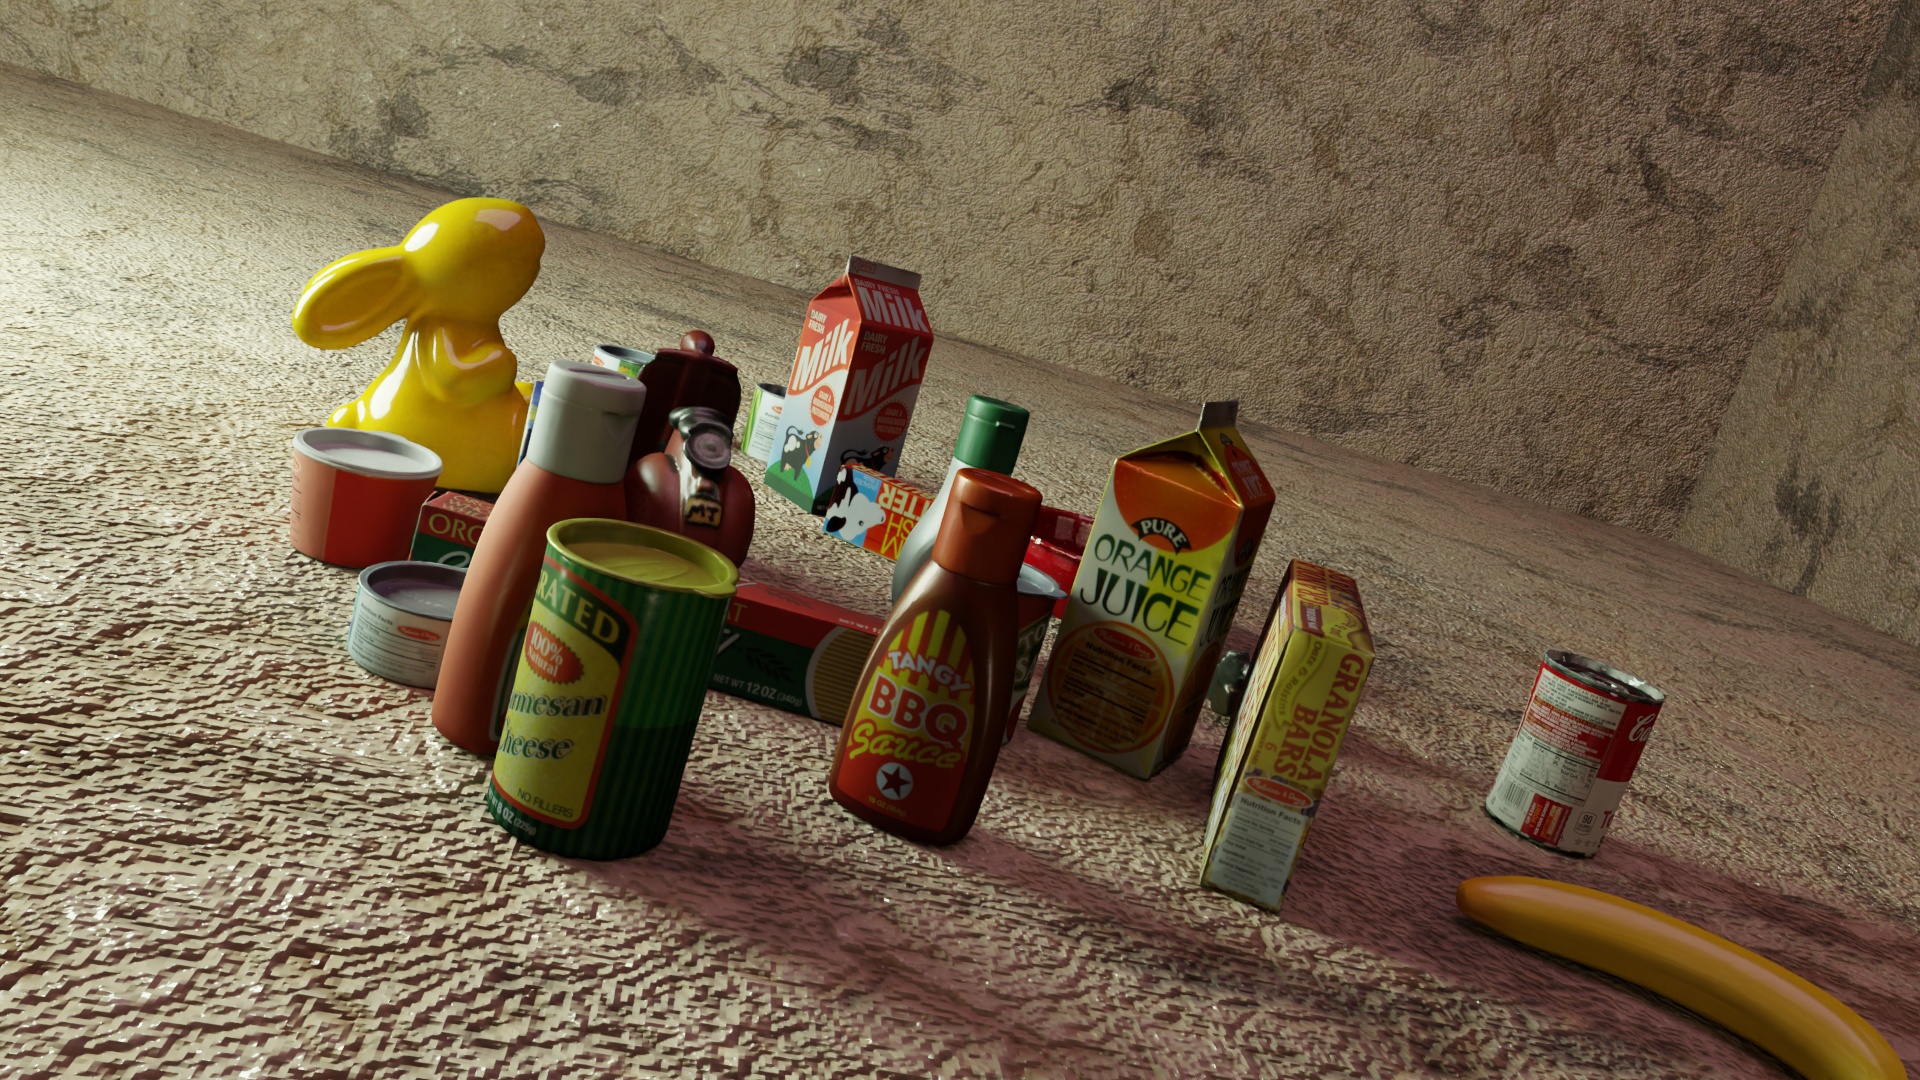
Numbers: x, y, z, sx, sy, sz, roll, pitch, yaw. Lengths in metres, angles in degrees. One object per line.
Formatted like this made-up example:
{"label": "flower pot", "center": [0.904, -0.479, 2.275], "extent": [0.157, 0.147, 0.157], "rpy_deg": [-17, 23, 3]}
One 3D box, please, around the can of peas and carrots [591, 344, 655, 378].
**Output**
{"label": "can of peas and carrots", "center": [-0.269, -0.123, 1.136], "extent": [0.071, 0.058, 0.071], "rpy_deg": [16, 13, -4]}

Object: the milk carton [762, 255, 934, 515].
{"label": "milk carton", "center": [-0.081, -0.118, 1.061], "extent": [0.072, 0.190, 0.073], "rpy_deg": [6, 16, -42]}

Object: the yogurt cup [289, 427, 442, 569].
{"label": "yogurt cup", "center": [-0.294, -0.020, 0.679], "extent": [0.072, 0.053, 0.072], "rpy_deg": [16, 13, -4]}

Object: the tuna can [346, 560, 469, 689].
{"label": "tuna can", "center": [-0.221, 0.035, 0.589], "extent": [0.071, 0.032, 0.071], "rpy_deg": [16, 13, -4]}

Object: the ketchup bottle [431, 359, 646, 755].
{"label": "ketchup bottle", "center": [-0.156, 0.007, 0.532], "extent": [0.043, 0.148, 0.065], "rpy_deg": [24, 14, 30]}

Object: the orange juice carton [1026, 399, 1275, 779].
{"label": "orange juice carton", "center": [0.106, 0.018, 0.724], "extent": [0.073, 0.192, 0.072], "rpy_deg": [22, 13, 22]}

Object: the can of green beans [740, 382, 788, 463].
{"label": "can of green beans", "center": [-0.149, -0.097, 1.184], "extent": [0.071, 0.057, 0.071], "rpy_deg": [16, 13, -4]}

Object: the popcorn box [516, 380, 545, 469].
{"label": "popcorn box", "center": [-0.222, -0.032, 0.752], "extent": [0.038, 0.085, 0.127], "rpy_deg": [13, 13, -18]}

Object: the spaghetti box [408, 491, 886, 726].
{"label": "spaghetti box", "center": [-0.136, 0.036, 0.656], "extent": [0.250, 0.050, 0.029], "rpy_deg": [17, 12, -2]}

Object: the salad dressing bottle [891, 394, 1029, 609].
{"label": "salad dressing bottle", "center": [0.003, -0.010, 0.812], "extent": [0.064, 0.147, 0.044], "rpy_deg": [13, 13, -20]}

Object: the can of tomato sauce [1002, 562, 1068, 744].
{"label": "can of tomato sauce", "center": [0.009, 0.053, 0.698], "extent": [0.071, 0.083, 0.071], "rpy_deg": [16, 12, -4]}

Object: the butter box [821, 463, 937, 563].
{"label": "butter box", "center": [-0.043, -0.013, 0.976], "extent": [0.103, 0.053, 0.024], "rpy_deg": [22, 13, 21]}

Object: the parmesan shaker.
{"label": "parmesan shaker", "center": [-0.121, 0.052, 0.487], "extent": [0.071, 0.102, 0.071], "rpy_deg": [16, 12, -4]}

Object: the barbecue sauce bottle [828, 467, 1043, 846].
{"label": "barbecue sauce bottle", "center": [-0.005, 0.045, 0.565], "extent": [0.065, 0.148, 0.044], "rpy_deg": [21, 13, 16]}

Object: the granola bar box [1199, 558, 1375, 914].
{"label": "granola bar box", "center": [0.154, 0.084, 0.662], "extent": [0.039, 0.124, 0.166], "rpy_deg": [19, 13, 9]}
